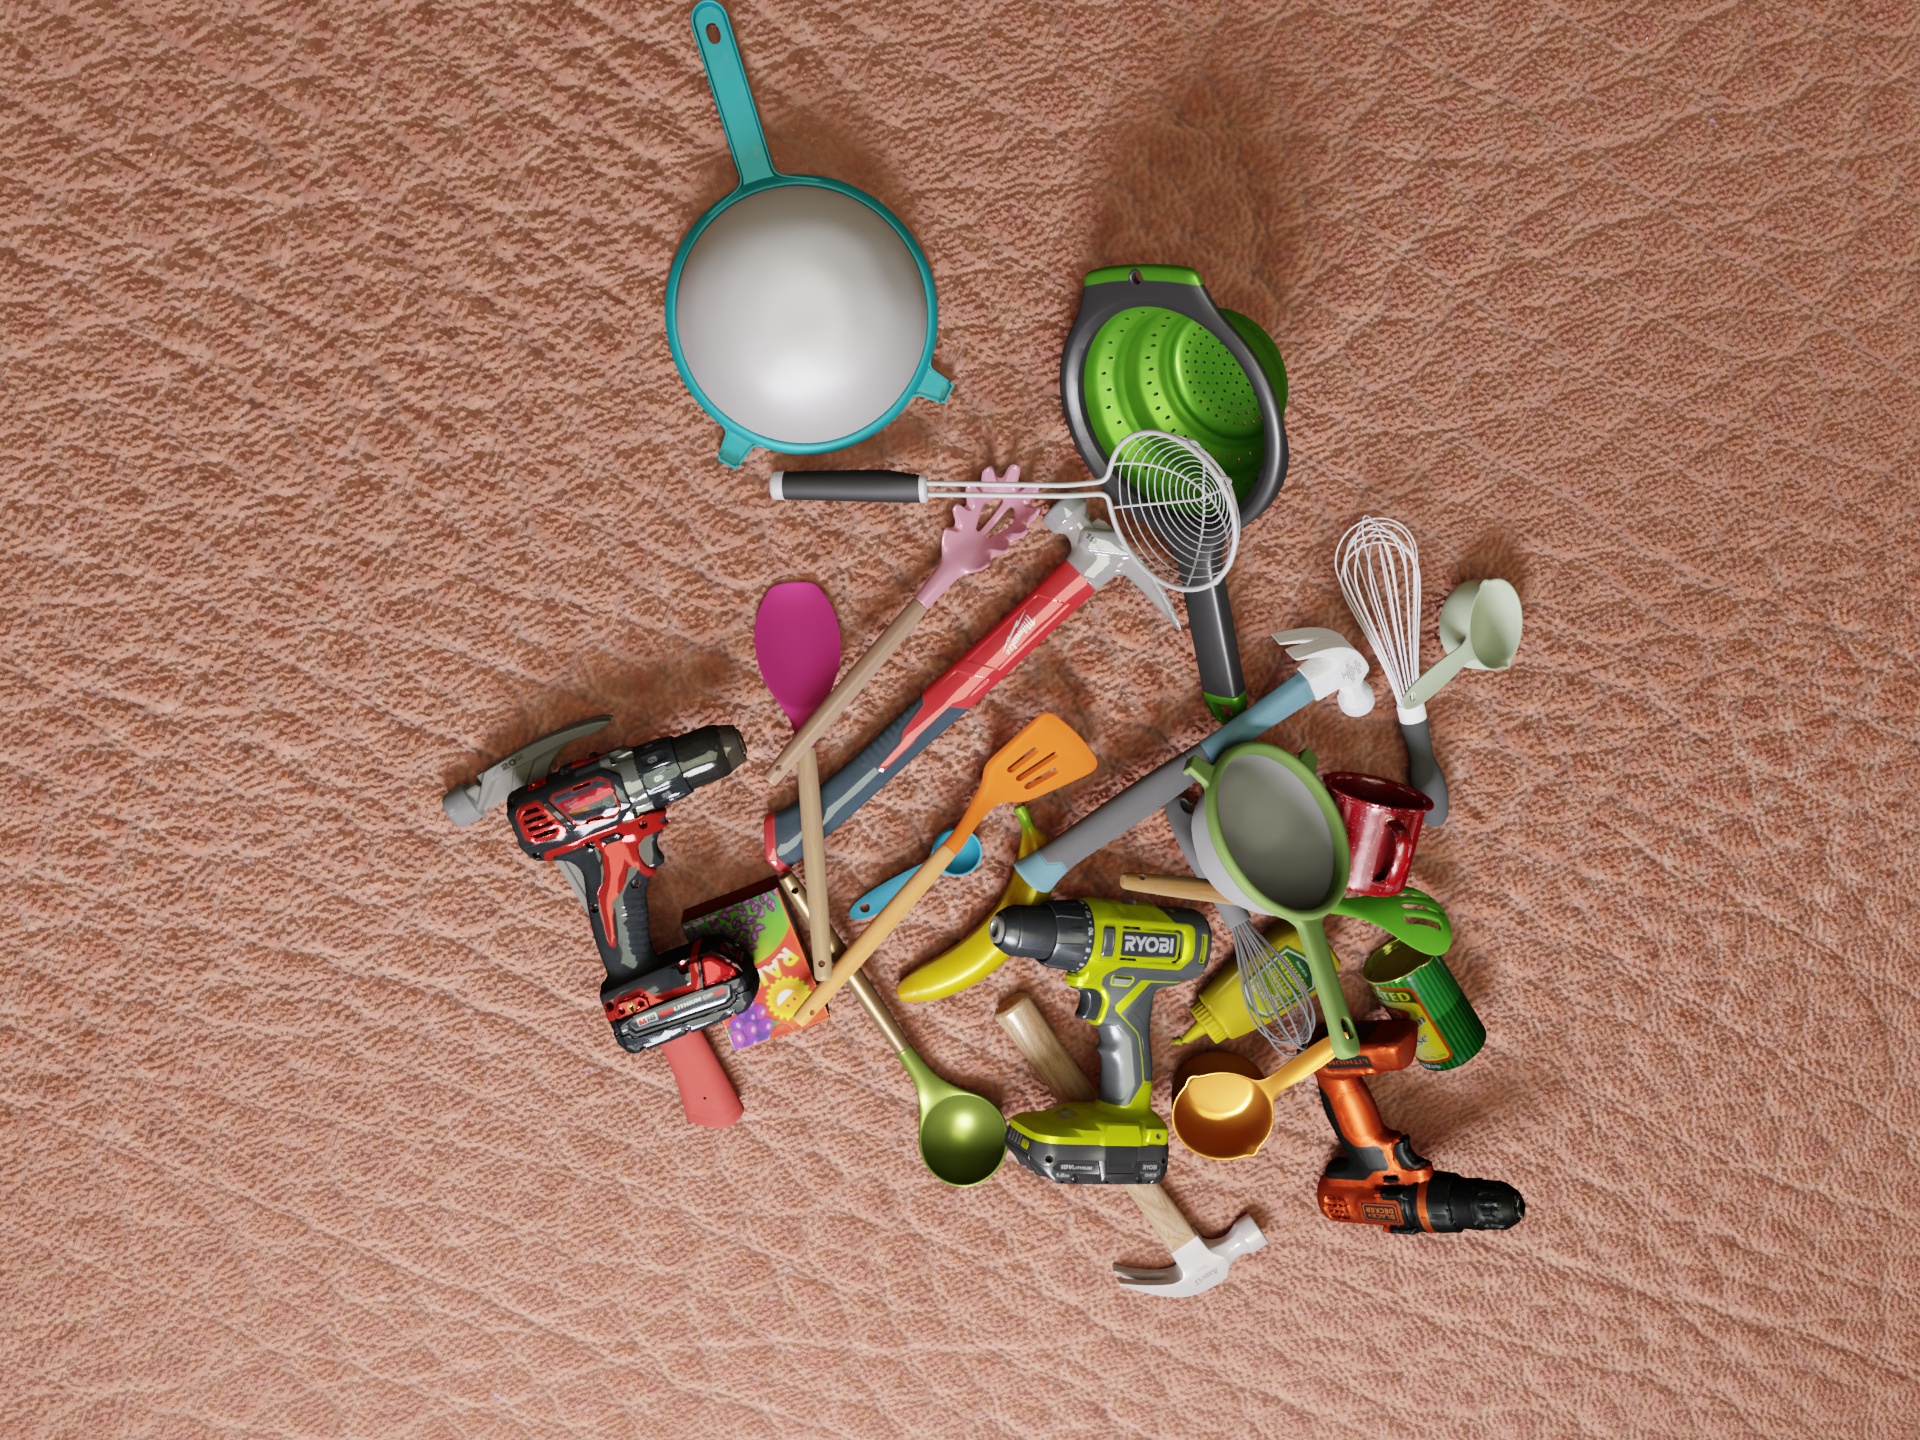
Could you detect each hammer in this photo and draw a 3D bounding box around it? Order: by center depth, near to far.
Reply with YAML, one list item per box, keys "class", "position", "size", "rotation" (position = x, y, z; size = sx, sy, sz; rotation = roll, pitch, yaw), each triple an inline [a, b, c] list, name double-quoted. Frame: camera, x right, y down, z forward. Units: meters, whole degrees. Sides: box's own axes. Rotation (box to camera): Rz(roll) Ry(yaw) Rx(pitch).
- class: "hammer"
  position: [-0.002, -0.004, 1.288]
  size: [0.386, 0.038, 0.143]
  rotation: [-43, 89, 4]
- class: "hammer"
  position: [0.188, 0.037, 1.295]
  size: [0.331, 0.033, 0.128]
  rotation: [-35, 139, 0]
- class: "hammer"
  position: [-0.268, 0.177, 1.304]
  size: [0.149, 0.037, 0.359]
  rotation: [-28, 103, -1]
- class: "hammer"
  position: [0.132, 0.375, 1.396]
  size: [0.130, 0.031, 0.331]
  rotation: [-35, 103, 0]

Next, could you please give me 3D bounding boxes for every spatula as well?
- class: "spatula"
  position: [-0.021, 0.125, 1.288]
  size: [0.322, 0.041, 0.080]
  rotation: [-49, 127, -5]

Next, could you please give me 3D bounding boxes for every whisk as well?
- class: "whisk"
  position: [0.230, 0.169, 1.328]
  size: [0.055, 0.055, 0.239]
  rotation: [-27, 81, -1]
- class: "whisk"
  position: [0.371, -0.038, 1.333]
  size: [0.070, 0.070, 0.284]
  rotation: [-19, 109, -3]

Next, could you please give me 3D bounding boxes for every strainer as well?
- class: "strainer"
  position: [-0.136, -0.365, 1.180]
  size: [0.211, 0.095, 0.340]
  rotation: [-18, 104, -3]
- class: "strainer"
  position: [0.250, 0.146, 1.259]
  size: [0.151, 0.069, 0.256]
  rotation: [-3, 70, -38]

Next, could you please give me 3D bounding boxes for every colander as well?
- class: "colander"
  position: [0.202, -0.181, 1.260]
  size: [0.094, 0.205, 0.396]
  rotation: [-37, 125, -34]

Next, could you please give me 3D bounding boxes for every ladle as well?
- class: "ladle"
  position: [-0.059, 0.257, 1.323]
  size: [0.078, 0.062, 0.320]
  rotation: [-34, 107, -7]

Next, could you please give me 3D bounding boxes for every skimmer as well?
- class: "skimmer"
  position: [0.027, -0.162, 1.202]
  size: [0.363, 0.090, 0.127]
  rotation: [2, 126, 8]

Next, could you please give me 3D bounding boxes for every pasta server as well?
- class: "pasta server"
  position: [-0.049, -0.073, 1.258]
  size: [0.060, 0.040, 0.316]
  rotation: [40, 84, 3]

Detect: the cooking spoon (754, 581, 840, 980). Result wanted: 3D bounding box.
- class: "cooking spoon"
  position: [-0.122, 0.048, 1.270]
  size: [0.068, 0.017, 0.319]
  rotation: [-4, 87, -5]

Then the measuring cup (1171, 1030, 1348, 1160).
- class: "measuring cup"
  position: [0.259, 0.306, 1.372]
  size: [0.173, 0.052, 0.095]
  rotation: [-37, 102, 14]

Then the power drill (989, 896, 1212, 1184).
- class: "power drill"
  position: [0.105, 0.259, 1.315]
  size: [0.190, 0.080, 0.228]
  rotation: [7, 89, -23]

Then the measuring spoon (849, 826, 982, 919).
- class: "measuring spoon"
  position: [-0.039, 0.130, 1.336]
  size: [0.128, 0.021, 0.042]
  rotation: [-32, 100, 9]

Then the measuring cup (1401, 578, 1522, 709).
- class: "measuring cup"
  position: [0.399, -0.057, 1.305]
  size: [0.167, 0.038, 0.083]
  rotation: [-36, 115, -28]

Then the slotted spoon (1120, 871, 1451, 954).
- class: "slotted spoon"
  position: [0.277, 0.150, 1.315]
  size: [0.313, 0.070, 0.031]
  rotation: [9, 134, -18]

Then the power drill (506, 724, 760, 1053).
- class: "power drill"
  position: [-0.228, 0.123, 1.242]
  size: [0.188, 0.080, 0.226]
  rotation: [-21, 98, -2]
